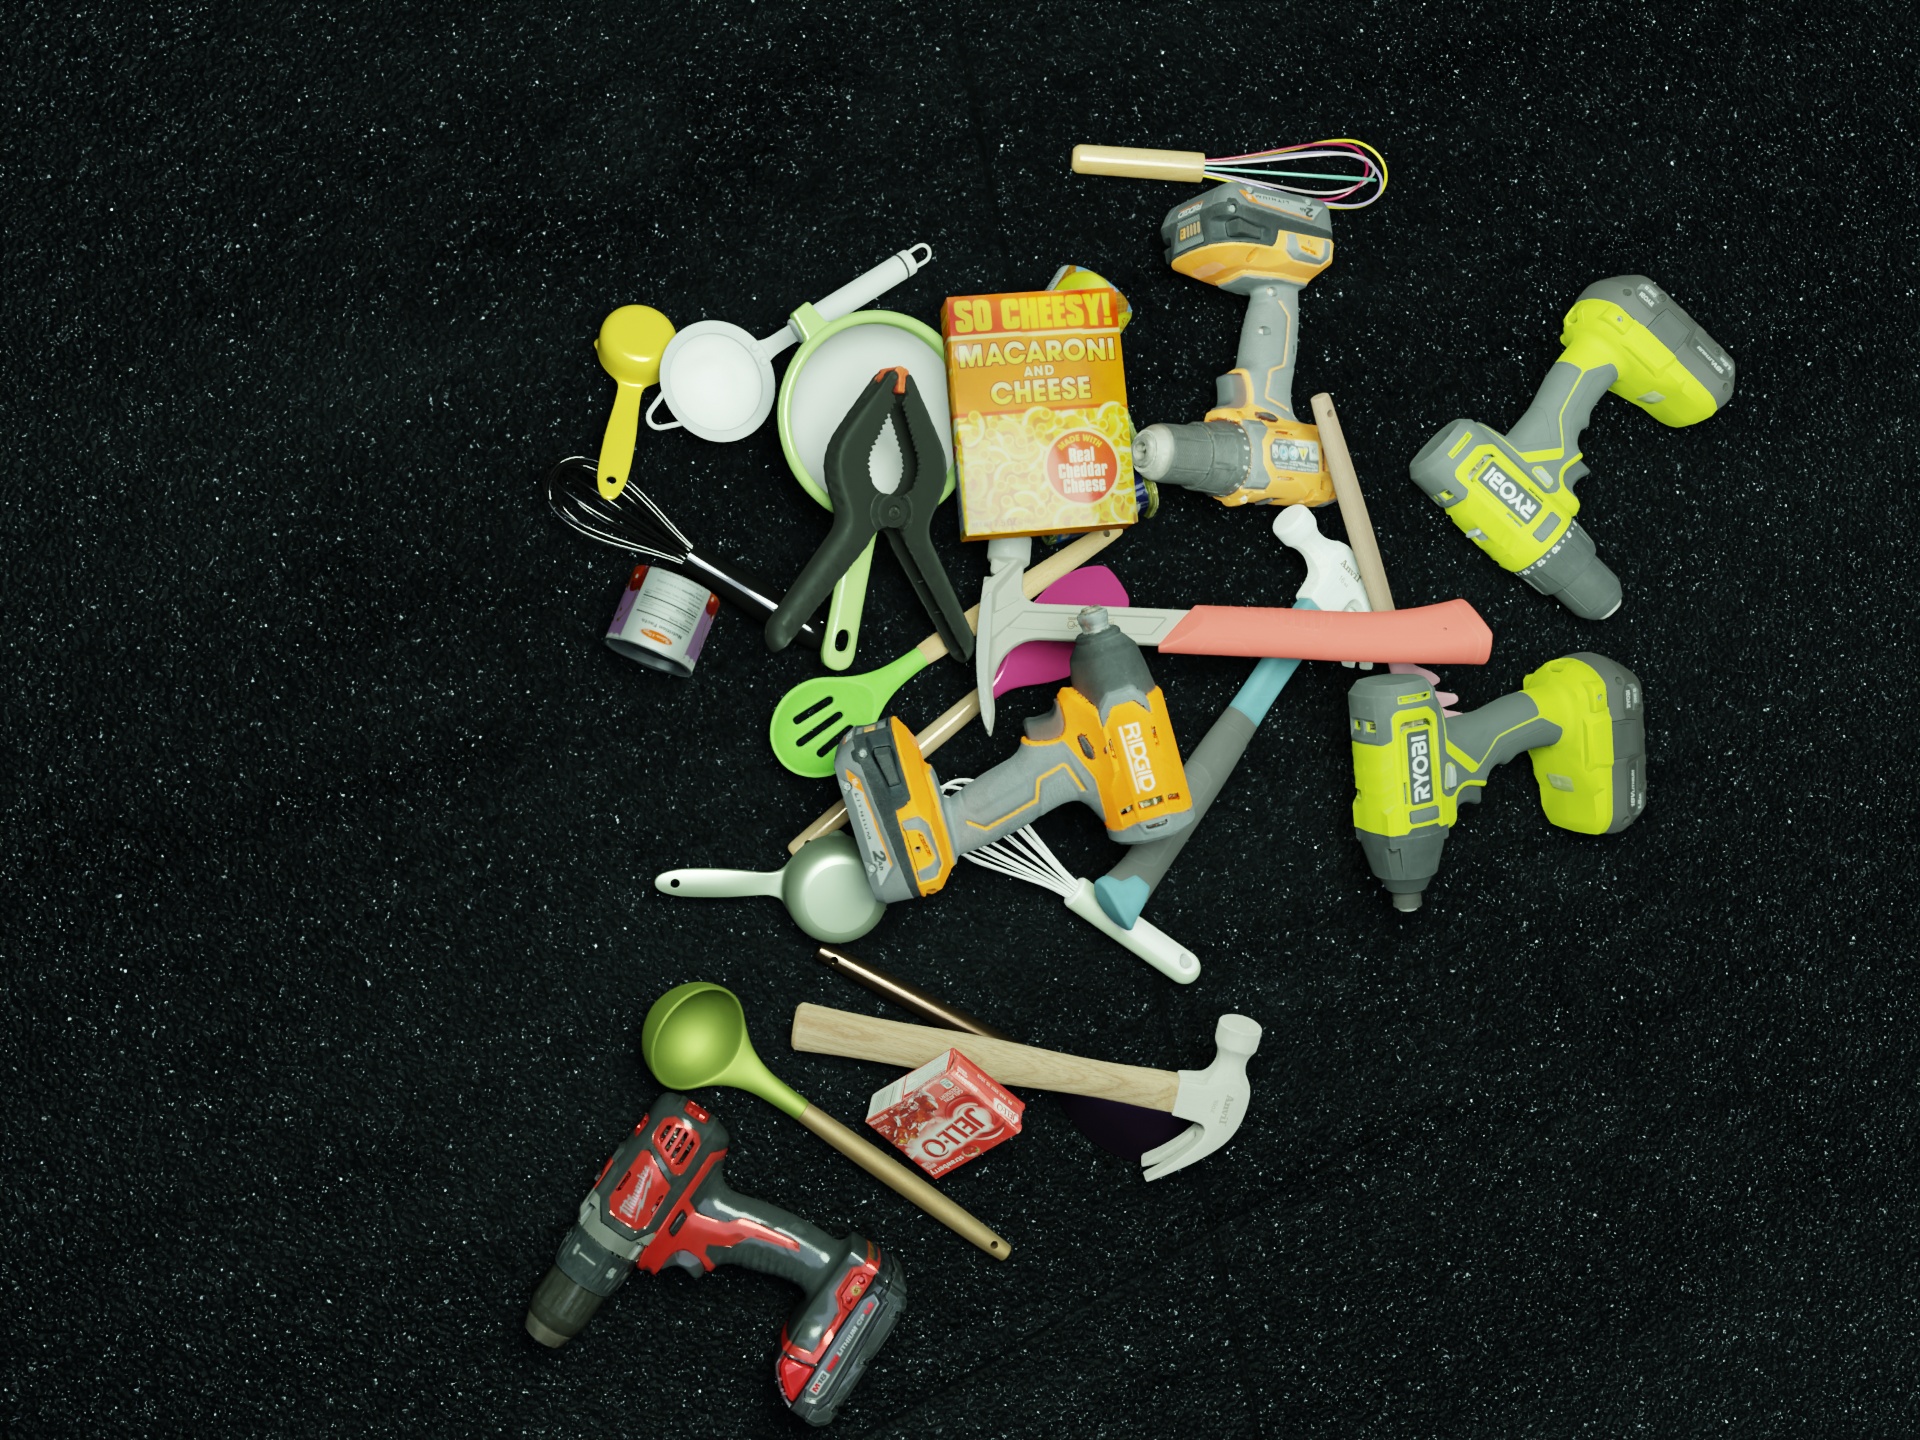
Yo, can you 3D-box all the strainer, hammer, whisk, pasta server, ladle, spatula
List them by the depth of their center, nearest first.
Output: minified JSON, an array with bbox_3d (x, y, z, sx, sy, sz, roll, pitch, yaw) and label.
[{"bbox_3d":[0.191,-0.055,1.133,0.359,0.036,0.149,3,81,5],"label":"hammer"},{"bbox_3d":[-0.090,0.295,1.136,0.320,0.062,0.078,37,77,-8],"label":"ladle"},{"bbox_3d":[-0.195,-0.118,1.146,0.239,0.055,0.055,32,83,-9],"label":"whisk"},{"bbox_3d":[0.042,0.251,1.150,0.331,0.031,0.130,10,107,-1],"label":"hammer"},{"bbox_3d":[-0.077,-0.166,1.158,0.151,0.069,0.256,8,96,-25],"label":"strainer"},{"bbox_3d":[-0.125,-0.282,1.168,0.258,0.050,0.086,-35,106,-14],"label":"strainer"},{"bbox_3d":[0.200,0.008,1.174,0.128,0.033,0.331,40,78,-25],"label":"hammer"},{"bbox_3d":[0.033,0.244,1.174,0.316,0.018,0.060,29,94,-6],"label":"spatula"},{"bbox_3d":[0.079,0.121,1.175,0.246,0.059,0.058,35,55,-9],"label":"whisk"},{"bbox_3d":[0.315,-0.093,1.178,0.060,0.040,0.316,-31,113,-20],"label":"pasta server"},{"bbox_3d":[0.207,-0.427,1.223,0.245,0.051,0.047,3,121,-3],"label":"whisk"}]

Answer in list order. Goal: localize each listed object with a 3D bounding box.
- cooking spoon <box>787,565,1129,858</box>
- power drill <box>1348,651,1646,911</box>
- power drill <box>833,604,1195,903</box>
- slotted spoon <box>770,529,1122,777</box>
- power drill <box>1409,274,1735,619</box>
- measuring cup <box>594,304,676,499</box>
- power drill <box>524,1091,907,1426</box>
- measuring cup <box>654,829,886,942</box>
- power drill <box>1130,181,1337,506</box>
[{"bbox_3d":[-0.002,-0.004,1.181,0.319,0.017,0.068,-40,111,-8],"label":"cooking spoon"},{"bbox_3d":[0.394,0.040,1.180,0.223,0.080,0.171,-11,100,-20],"label":"power drill"},{"bbox_3d":[0.032,0.023,1.086,0.226,0.084,0.164,-16,100,1],"label":"power drill"},{"bbox_3d":[-0.006,-0.060,1.180,0.314,0.031,0.070,-34,92,-10],"label":"slotted spoon"},{"bbox_3d":[0.487,-0.210,1.235,0.190,0.080,0.228,42,85,-4],"label":"power drill"},{"bbox_3d":[-0.236,-0.228,1.127,0.062,0.029,0.157,10,64,-12],"label":"measuring cup"},{"bbox_3d":[-0.171,0.395,1.110,0.226,0.080,0.188,35,83,-2],"label":"power drill"},{"bbox_3d":[-0.132,0.121,1.132,0.167,0.038,0.083,3,99,-16],"label":"measuring cup"},{"bbox_3d":[0.199,-0.271,1.170,0.185,0.084,0.226,-2,89,-33],"label":"power drill"}]
